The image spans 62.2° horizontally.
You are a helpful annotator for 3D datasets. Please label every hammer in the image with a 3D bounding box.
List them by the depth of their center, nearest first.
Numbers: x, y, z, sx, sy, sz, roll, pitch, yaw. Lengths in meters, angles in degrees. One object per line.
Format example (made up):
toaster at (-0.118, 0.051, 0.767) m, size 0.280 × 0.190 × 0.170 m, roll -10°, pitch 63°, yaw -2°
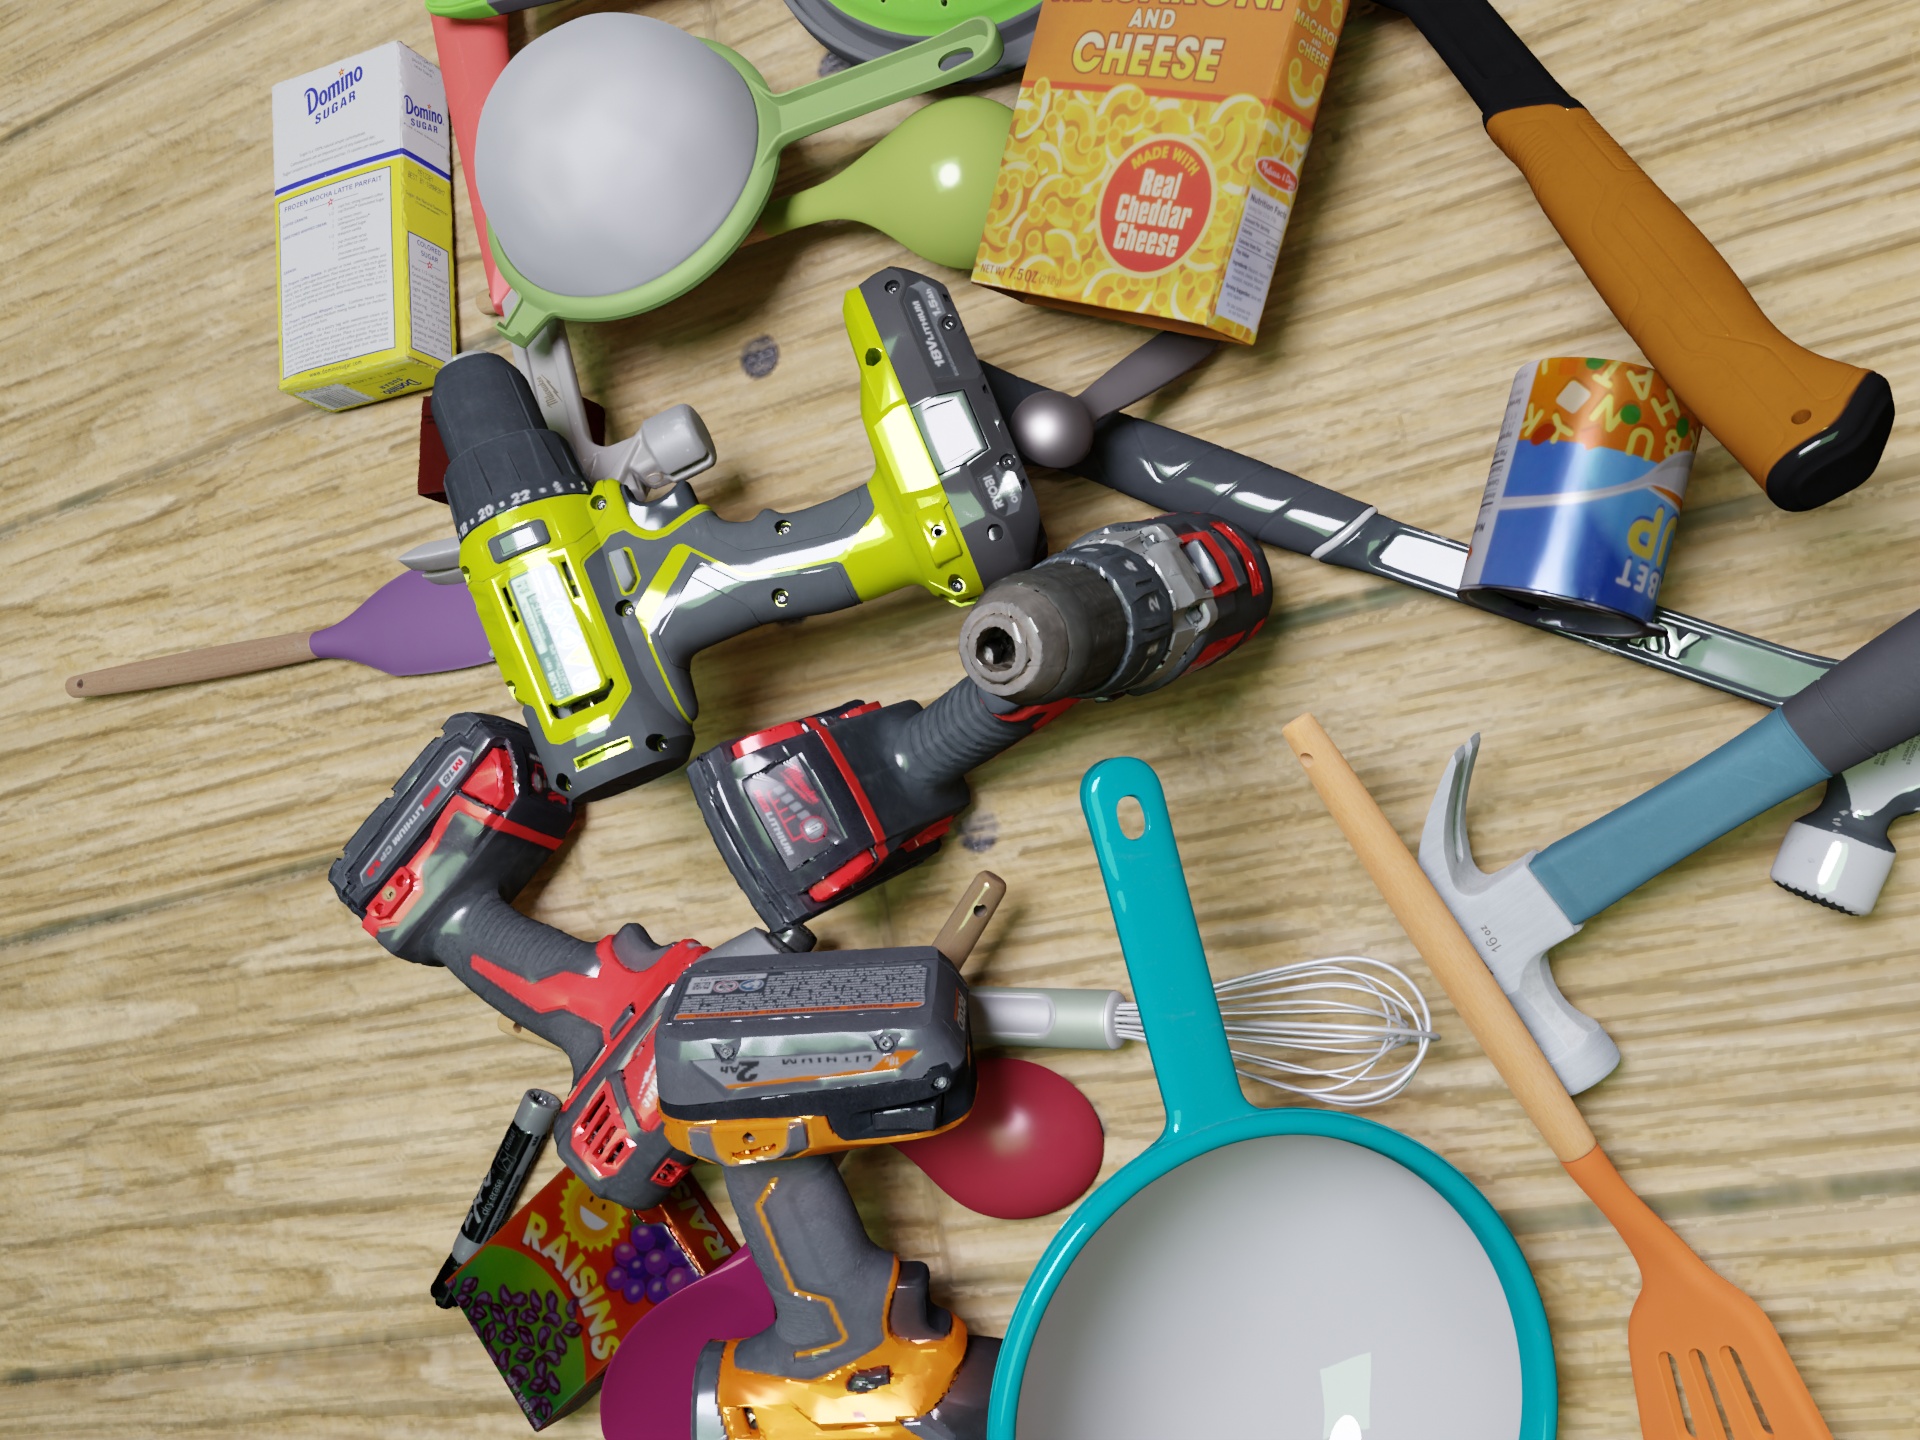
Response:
hammer at (0.288, 0.000, 0.514) m, size 0.331 × 0.033 × 0.128 m, roll -42°, pitch 80°, yaw 35°
hammer at (0.205, -0.193, 0.558) m, size 0.127 × 0.034 × 0.337 m, roll -32°, pitch 50°, yaw 18°
hammer at (0.174, -0.073, 0.632) m, size 0.409 × 0.036 × 0.149 m, roll 24°, pitch 94°, yaw 23°
hammer at (-0.228, -0.241, 0.778) m, size 0.149 × 0.036 × 0.359 m, roll -22°, pitch 67°, yaw 8°

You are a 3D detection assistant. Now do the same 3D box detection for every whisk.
whisk at (0.069, 0.303, 0.643) m, size 0.055 × 0.055 × 0.239 m, roll 8°, pitch 84°, yaw 23°
whisk at (0.071, 0.124, 0.654) m, size 0.246 × 0.059 × 0.058 m, roll -3°, pitch 74°, yaw 28°

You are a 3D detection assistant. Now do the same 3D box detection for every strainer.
strainer at (0.086, 0.180, 0.587) m, size 0.211 × 0.095 × 0.340 m, roll -14°, pitch 89°, yaw -14°
strainer at (-0.111, -0.269, 0.689) m, size 0.256 × 0.069 × 0.152 m, roll -13°, pitch 68°, yaw 16°

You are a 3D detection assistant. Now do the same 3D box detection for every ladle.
ladle at (-0.087, 0.167, 0.730) m, size 0.315 × 0.031 × 0.069 m, roll 7°, pitch 90°, yaw 25°
ladle at (-0.106, -0.230, 0.767) m, size 0.320 × 0.062 × 0.078 m, roll -5°, pitch 80°, yaw 30°

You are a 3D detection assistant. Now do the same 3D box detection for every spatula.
spatula at (0.204, 0.139, 0.570) m, size 0.322 × 0.041 × 0.081 m, roll 57°, pitch 141°, yaw 4°
spatula at (-0.372, -0.041, 0.871) m, size 0.316 × 0.018 × 0.060 m, roll -8°, pitch 82°, yaw 21°

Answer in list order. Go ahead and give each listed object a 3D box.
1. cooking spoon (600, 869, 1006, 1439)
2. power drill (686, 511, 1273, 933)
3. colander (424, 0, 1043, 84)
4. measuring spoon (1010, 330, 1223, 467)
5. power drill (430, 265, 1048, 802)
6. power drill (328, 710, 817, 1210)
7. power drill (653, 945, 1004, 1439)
cooking spoon at (-0.066, 0.199, 0.689) m, size 0.068 × 0.017 × 0.319 m, roll 30°, pitch 101°, yaw -7°
power drill at (-0.001, -0.002, 0.606) m, size 0.226 × 0.188 × 0.080 m, roll -32°, pitch 84°, yaw 31°
colander at (-0.087, -0.387, 0.712) m, size 0.397 × 0.094 × 0.204 m, roll -5°, pitch 84°, yaw 16°
measuring spoon at (0.071, -0.143, 0.651) m, size 0.124 × 0.018 × 0.034 m, roll -36°, pitch 77°, yaw -25°
power drill at (-0.096, -0.093, 0.654) m, size 0.228 × 0.080 × 0.190 m, roll -22°, pitch 84°, yaw 2°
power drill at (-0.172, 0.099, 0.729) m, size 0.220 × 0.078 × 0.143 m, roll 38°, pitch 89°, yaw 23°
power drill at (-0.034, 0.209, 0.641) m, size 0.164 × 0.084 × 0.226 m, roll -3°, pitch 108°, yaw 3°
